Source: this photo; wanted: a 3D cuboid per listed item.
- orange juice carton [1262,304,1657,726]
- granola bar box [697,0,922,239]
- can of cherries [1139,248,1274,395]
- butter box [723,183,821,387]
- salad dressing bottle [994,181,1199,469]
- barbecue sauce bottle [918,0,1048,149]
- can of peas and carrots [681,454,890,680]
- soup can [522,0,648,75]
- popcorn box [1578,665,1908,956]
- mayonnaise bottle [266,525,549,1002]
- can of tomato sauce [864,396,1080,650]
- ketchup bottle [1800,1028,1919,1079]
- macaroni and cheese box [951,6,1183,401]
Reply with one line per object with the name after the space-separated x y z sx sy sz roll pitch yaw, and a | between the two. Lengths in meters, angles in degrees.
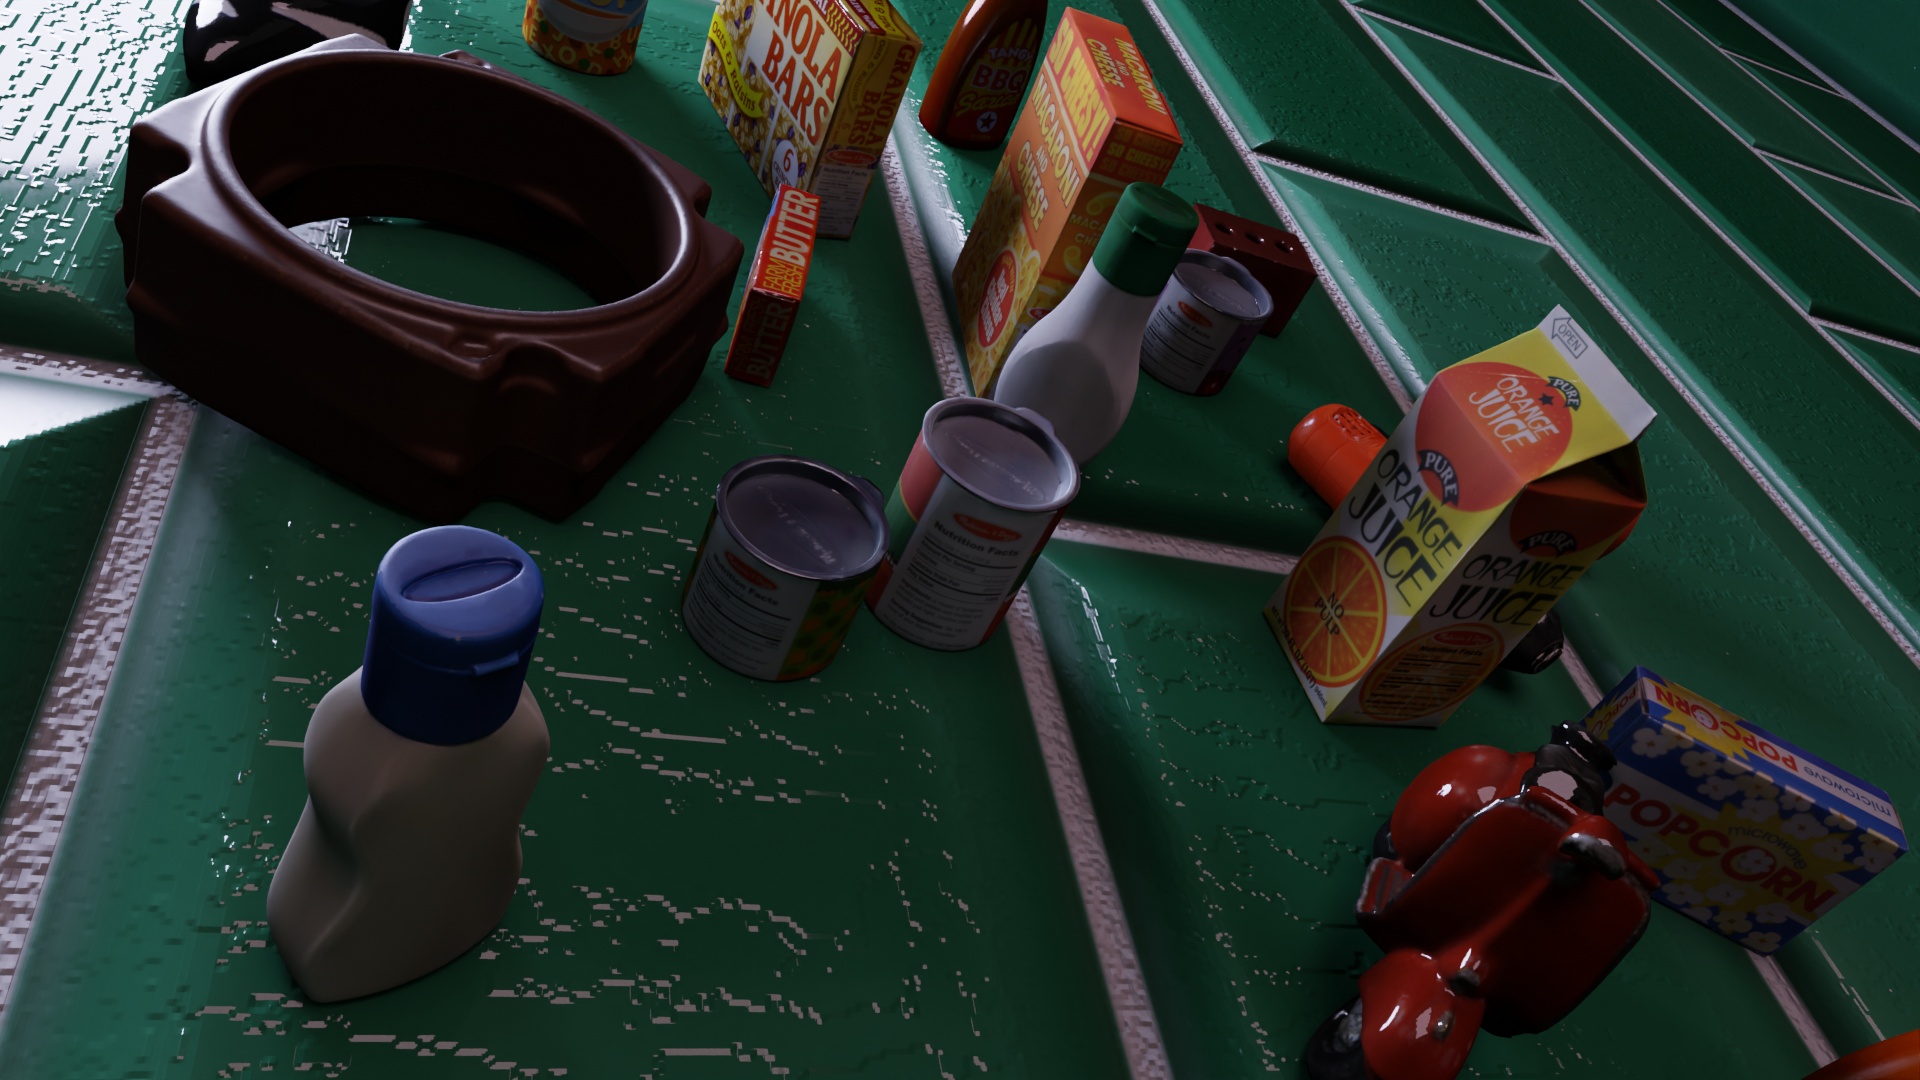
0.220 -0.005 0.605 0.073 0.191 0.072 6 43 -26 | orange juice carton
-0.091 -0.268 0.780 0.039 0.123 0.166 -4 47 -34 | granola bar box
0.139 -0.127 0.806 0.071 0.058 0.072 16 39 -14 | can of cherries
-0.090 -0.125 0.672 0.024 0.052 0.104 17 39 -13 | butter box
0.063 -0.096 0.653 0.064 0.146 0.044 30 38 3 | salad dressing bottle
0.026 -0.328 0.897 0.065 0.147 0.044 -7 49 -37 | barbecue sauce bottle
-0.066 0.009 0.527 0.071 0.058 0.071 16 39 -14 | can of peas and carrots
-0.213 -0.321 0.801 0.071 0.083 0.072 17 39 -14 | soup can
0.327 0.120 0.611 0.127 0.084 0.038 27 38 0 | popcorn box
-0.137 0.060 0.354 0.065 0.147 0.041 -18 56 -43 | mayonnaise bottle
0.002 -0.007 0.567 0.071 0.082 0.071 17 39 -14 | can of tomato sauce
0.342 0.198 0.479 0.065 0.148 0.044 44 41 21 | ketchup bottle
0.048 -0.166 0.710 0.040 0.165 0.124 11 40 -20 | macaroni and cheese box
